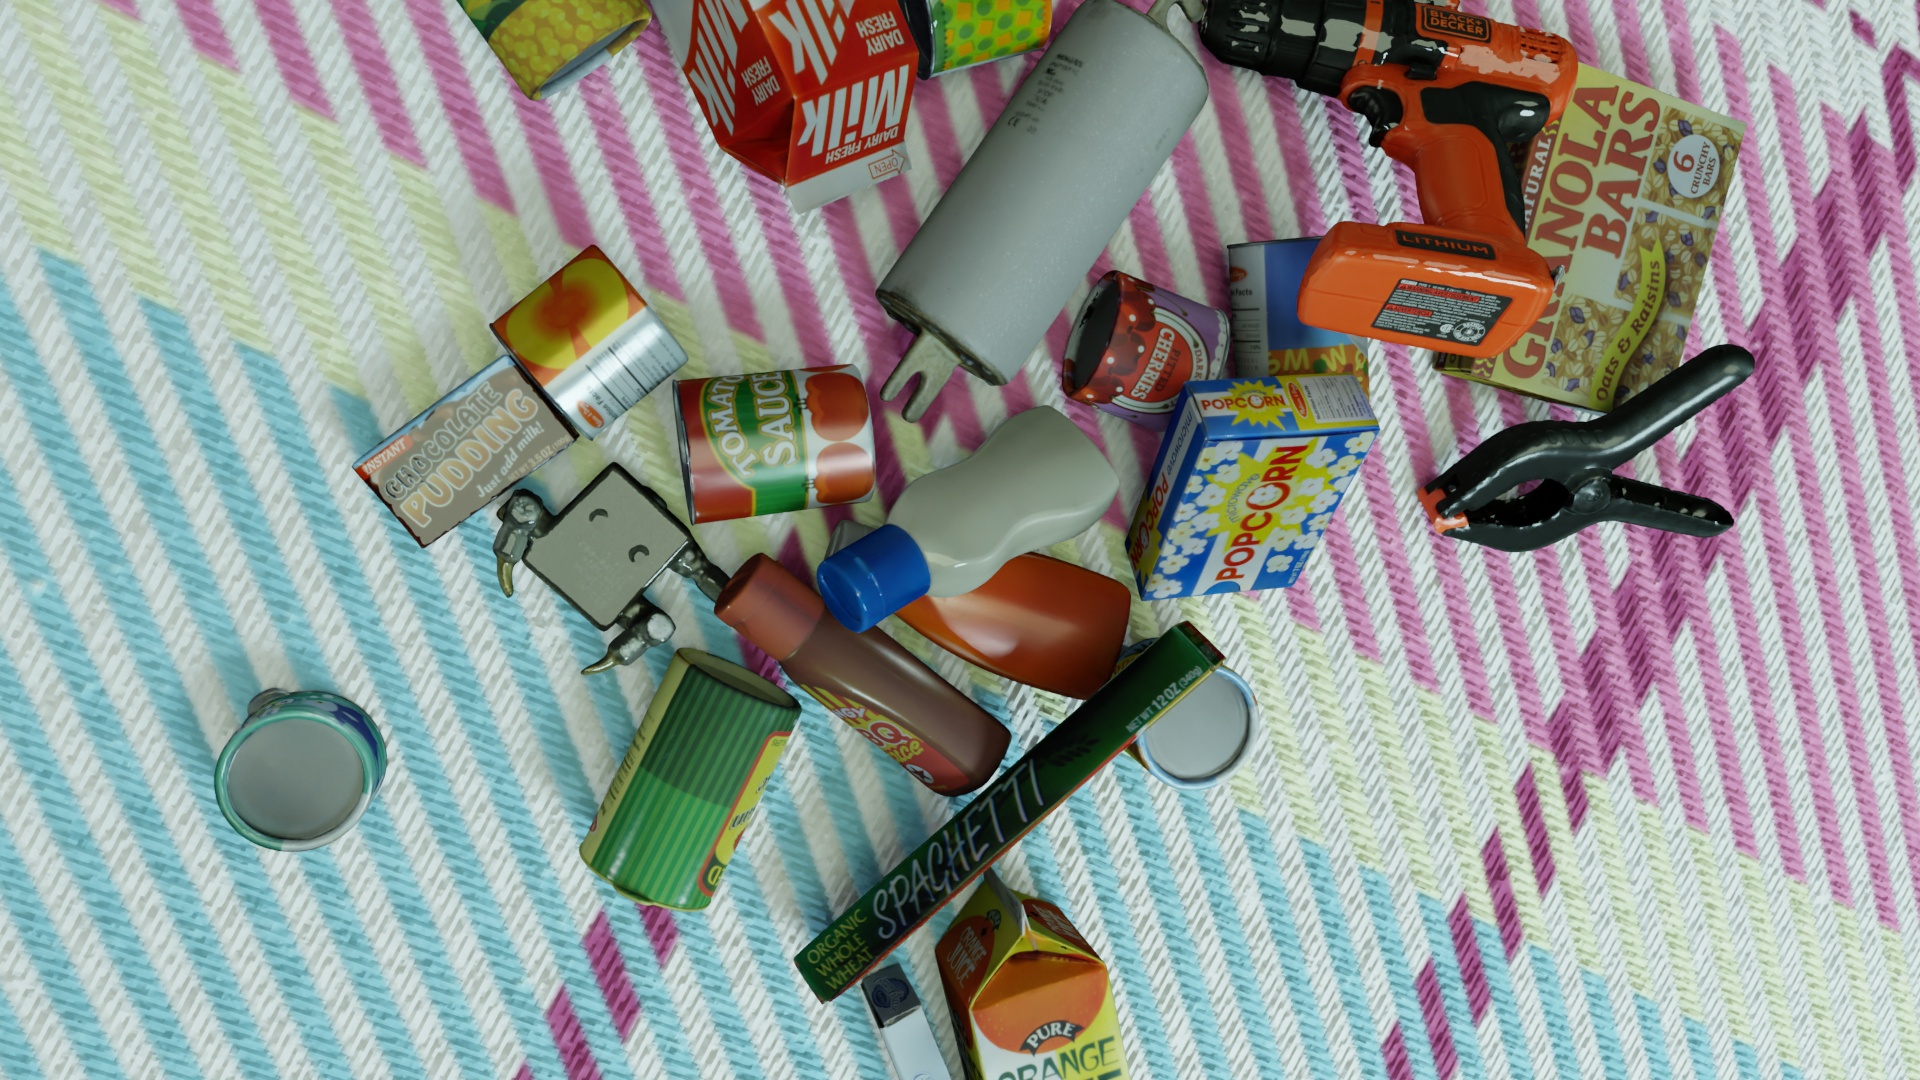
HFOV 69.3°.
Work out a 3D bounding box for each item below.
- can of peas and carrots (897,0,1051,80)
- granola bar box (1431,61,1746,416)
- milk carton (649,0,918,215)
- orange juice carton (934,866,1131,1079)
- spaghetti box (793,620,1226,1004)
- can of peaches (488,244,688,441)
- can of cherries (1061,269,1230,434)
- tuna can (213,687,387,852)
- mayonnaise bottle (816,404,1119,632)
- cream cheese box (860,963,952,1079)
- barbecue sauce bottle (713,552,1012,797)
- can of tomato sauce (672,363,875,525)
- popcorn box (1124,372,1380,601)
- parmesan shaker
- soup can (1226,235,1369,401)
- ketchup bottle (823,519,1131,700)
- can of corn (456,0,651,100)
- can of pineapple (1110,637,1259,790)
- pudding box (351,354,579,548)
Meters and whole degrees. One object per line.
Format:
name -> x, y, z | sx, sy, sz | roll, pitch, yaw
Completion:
can of peas and carrots -> 0.003, -0.250, 0.627 | 0.059, 0.071, 0.070 | -18, 101, -11
granola bar box -> 0.332, -0.155, 0.736 | 0.124, 0.039, 0.165 | 12, 94, -16
milk carton -> -0.084, -0.239, 0.595 | 0.073, 0.073, 0.190 | -32, 104, -33
orange juice carton -> 0.040, 0.258, 0.702 | 0.073, 0.072, 0.192 | -15, 101, -12
spaghetti box -> 0.022, 0.129, 0.658 | 0.249, 0.050, 0.029 | -43, 78, 11
can of peaches -> -0.163, -0.089, 0.611 | 0.058, 0.071, 0.071 | -40, 105, -5
can of cherries -> 0.088, -0.090, 0.668 | 0.058, 0.071, 0.071 | 19, 93, -15
tuna can -> -0.295, 0.101, 0.620 | 0.071, 0.033, 0.071 | -2, 98, -14
mayonnaise bottle -> 0.002, -0.008, 0.643 | 0.149, 0.041, 0.065 | -31, 69, -29
cream cheese box -> -0.018, 0.271, 0.699 | 0.024, 0.053, 0.103 | -23, 102, -12
barbecue sauce bottle -> -0.047, 0.063, 0.656 | 0.148, 0.064, 0.044 | 40, 64, -18
can of tomato sauce -> -0.085, -0.045, 0.632 | 0.083, 0.071, 0.071 | -8, 99, -13
popcorn box -> 0.136, -0.024, 0.667 | 0.085, 0.126, 0.038 | -5, 54, -13
parmesan shaker -> -0.124, 0.110, 0.642 | 0.071, 0.071, 0.103 | 26, 91, -16
soup can -> 0.170, -0.108, 0.688 | 0.071, 0.071, 0.083 | -7, 100, -13
ketchup bottle -> 0.007, 0.029, 0.678 | 0.149, 0.043, 0.065 | 19, 84, -15
can of corn -> -0.173, -0.229, 0.586 | 0.071, 0.071, 0.058 | -37, 105, -6
can of pineapple -> 0.109, 0.086, 0.703 | 0.071, 0.058, 0.071 | -2, 98, -13
pudding box -> -0.220, -0.041, 0.621 | 0.084, 0.030, 0.049 | -37, 103, -7
